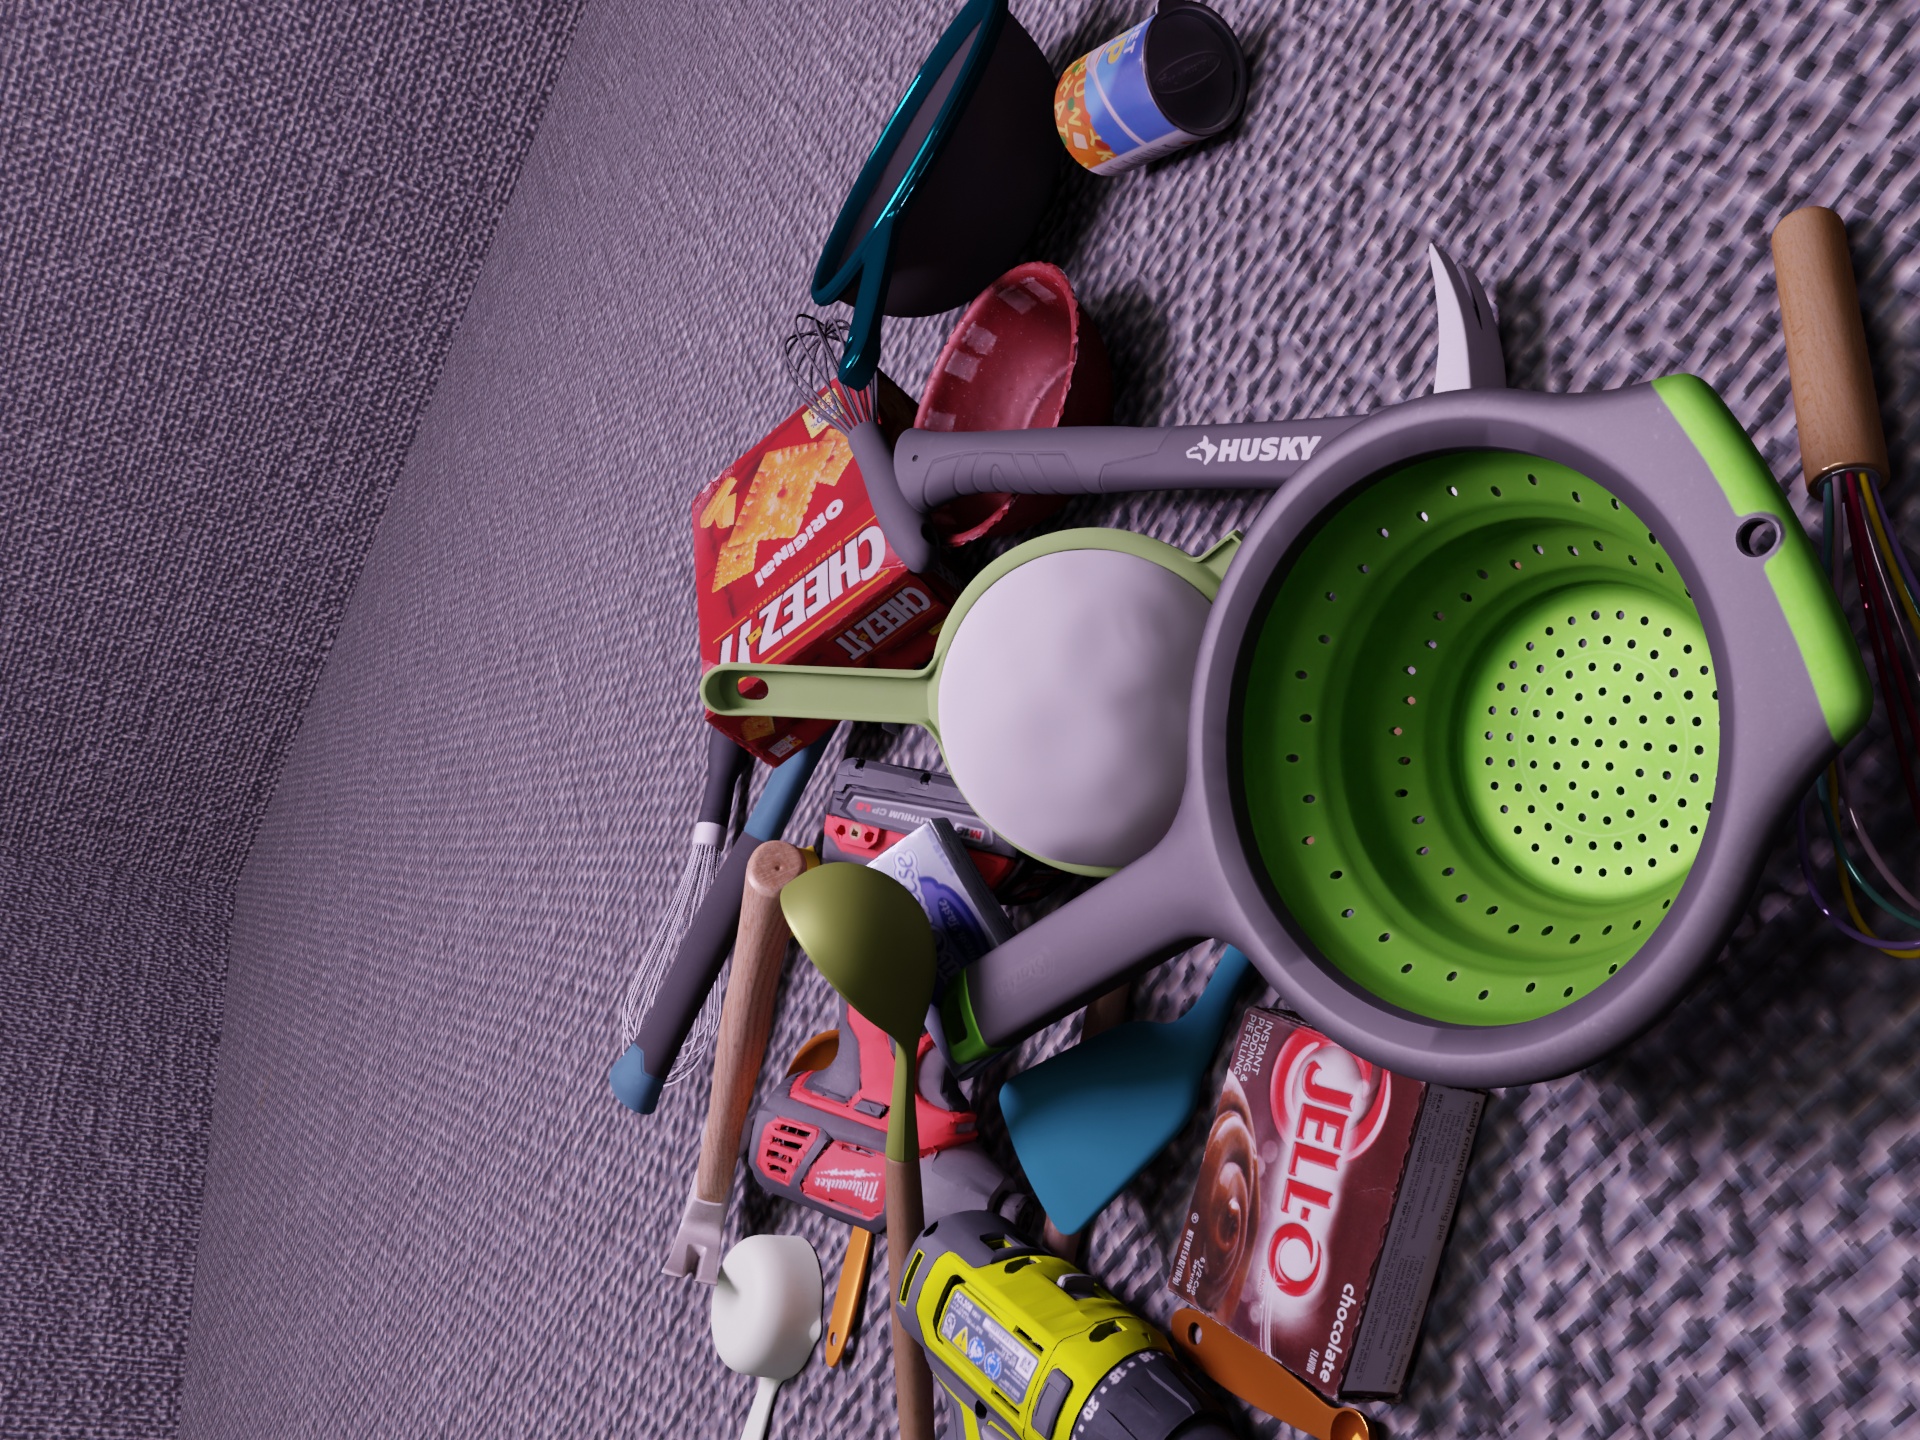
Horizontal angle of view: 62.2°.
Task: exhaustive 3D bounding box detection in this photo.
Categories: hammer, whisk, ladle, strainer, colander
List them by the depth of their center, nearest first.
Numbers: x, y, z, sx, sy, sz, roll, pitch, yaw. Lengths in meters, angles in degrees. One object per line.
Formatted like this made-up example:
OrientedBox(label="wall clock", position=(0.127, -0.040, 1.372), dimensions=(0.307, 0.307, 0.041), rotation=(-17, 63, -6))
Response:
OrientedBox(label="whisk", position=(0.258, -0.051, 0.450), dimensions=(0.051, 0.047, 0.245), rotation=(-2, 63, 18))
OrientedBox(label="colander", position=(0.129, 0.043, 0.552), dimensions=(0.397, 0.094, 0.205), rotation=(-40, 57, 45))
OrientedBox(label="strainer", position=(-0.001, -0.002, 0.659), dimensions=(0.069, 0.256, 0.151), rotation=(-38, -51, -67))
OrientedBox(label="ladle", position=(-0.036, 0.212, 0.690), dimensions=(0.078, 0.062, 0.320), rotation=(-107, 14, -72))
OrientedBox(label="hammer", position=(0.086, -0.123, 0.713), dimensions=(0.335, 0.035, 0.146), rotation=(9, 85, 47))
OrientedBox(label="hammer", position=(-0.119, 0.186, 0.844), dimensions=(0.130, 0.031, 0.331), rotation=(-82, 6, -48))
OrientedBox(label="whisk", position=(-0.055, -0.163, 0.912), dimensions=(0.055, 0.055, 0.239), rotation=(-55, 41, 30))
OrientedBox(label="strainer", position=(-0.006, -0.277, 0.914), dimensions=(0.211, 0.095, 0.341), rotation=(-46, 26, 40))
OrientedBox(label="hammer", position=(-0.132, 0.086, 0.990), dimensions=(0.128, 0.033, 0.331), rotation=(19, 82, 54))
OrientedBox(label="whisk", position=(-0.179, 0.112, 1.100), dimensions=(0.070, 0.070, 0.285), rotation=(-24, 50, 53))

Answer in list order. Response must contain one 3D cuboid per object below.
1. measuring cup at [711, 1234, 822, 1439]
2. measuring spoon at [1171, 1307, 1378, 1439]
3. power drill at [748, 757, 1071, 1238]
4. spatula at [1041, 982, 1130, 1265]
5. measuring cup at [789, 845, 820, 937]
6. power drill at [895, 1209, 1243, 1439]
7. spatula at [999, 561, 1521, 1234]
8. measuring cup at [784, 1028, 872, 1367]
OrientedBox(label="measuring cup", position=(-0.123, 0.370, 0.884), dimensions=(0.083, 0.038, 0.167), rotation=(4, 77, 60))
OrientedBox(label="measuring spoon", position=(0.113, 0.242, 0.583), dimensions=(0.117, 0.011, 0.021), rotation=(5, 80, 64))
OrientedBox(label="power drill", position=(-0.014, 0.137, 0.756), dimensions=(0.143, 0.078, 0.220), rotation=(12, 89, 29))
OrientedBox(label="spatula", position=(0.045, 0.215, 0.700), dimensions=(0.060, 0.018, 0.316), rotation=(3, 79, 55))
OrientedBox(label="measuring cup", position=(-0.092, 0.111, 0.969), dimensions=(0.157, 0.029, 0.062), rotation=(10, 85, 63))
OrientedBox(label="power drill", position=(0.023, 0.334, 0.617), dimensions=(0.191, 0.080, 0.228), rotation=(23, 93, 49))
OrientedBox(label="spatula", position=(0.120, 0.069, 0.622), dimensions=(0.317, 0.044, 0.082), rotation=(-59, 34, 22))
OrientedBox(label="measuring cup", position=(-0.069, 0.249, 0.840), dimensions=(0.095, 0.052, 0.174), rotation=(-10, 65, 58))
